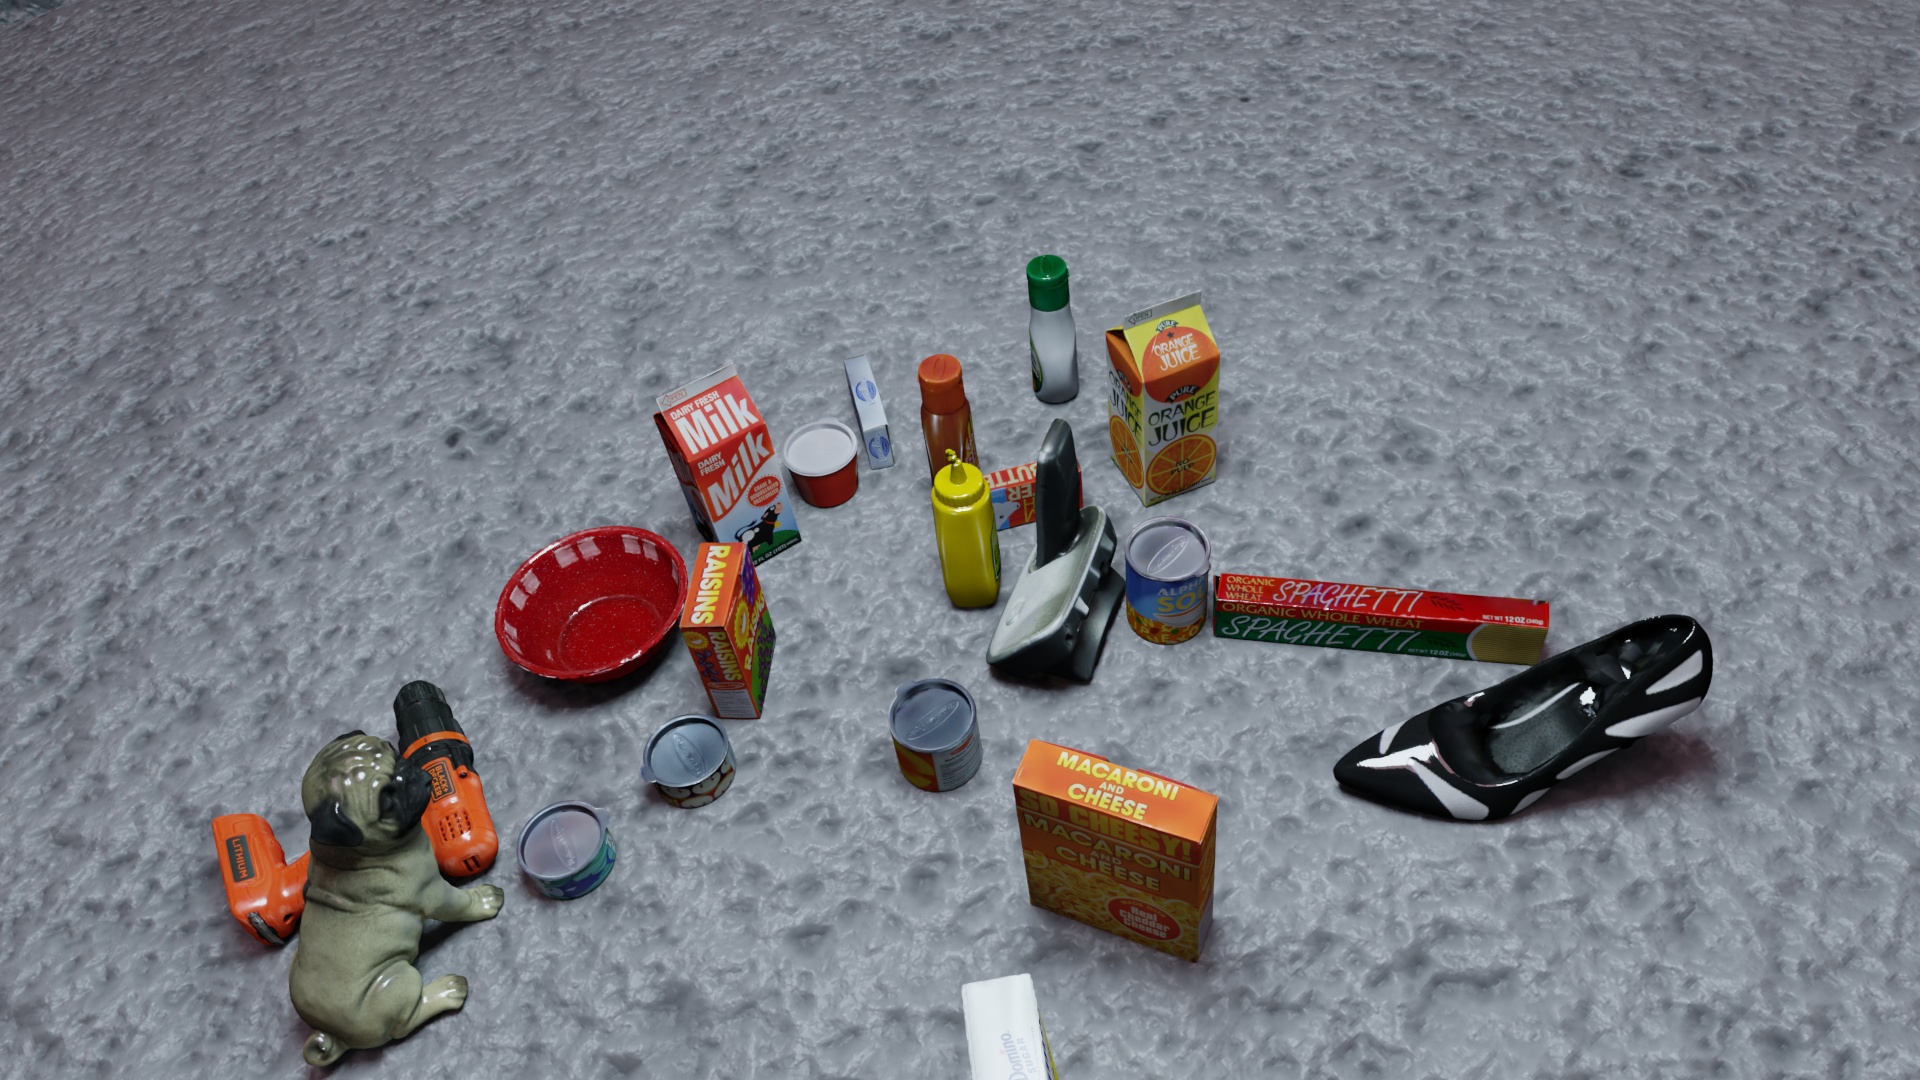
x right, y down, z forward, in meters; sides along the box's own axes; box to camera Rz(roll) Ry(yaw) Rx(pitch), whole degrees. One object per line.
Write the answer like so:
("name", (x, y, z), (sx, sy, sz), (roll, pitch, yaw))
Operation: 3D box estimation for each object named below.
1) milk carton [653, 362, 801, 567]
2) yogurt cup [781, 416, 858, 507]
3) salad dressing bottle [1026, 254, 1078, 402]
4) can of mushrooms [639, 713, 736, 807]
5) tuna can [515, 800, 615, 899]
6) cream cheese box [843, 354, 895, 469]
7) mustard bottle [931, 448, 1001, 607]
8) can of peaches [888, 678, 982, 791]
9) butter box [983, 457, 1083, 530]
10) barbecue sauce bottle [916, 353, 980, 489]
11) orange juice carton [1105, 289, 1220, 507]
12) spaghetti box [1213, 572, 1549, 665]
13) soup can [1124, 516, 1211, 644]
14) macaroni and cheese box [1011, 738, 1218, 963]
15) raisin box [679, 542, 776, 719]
("milk carton", (-0.199, -0.065, 1.171), (0.072, 0.189, 0.073), (-30, 51, -17))
("yogurt cup", (-0.123, -0.067, 1.253), (0.072, 0.053, 0.073), (-4, 48, 5))
("salad dressing bottle", (0.084, -0.193, 1.275), (0.044, 0.146, 0.064), (-7, 48, 2))
("can of mushrooms", (-0.210, 0.171, 1.069), (0.071, 0.033, 0.071), (-4, 48, 5))
("tuna can", (-0.289, 0.228, 1.029), (0.071, 0.032, 0.071), (-4, 48, 5))
("cream cheese box", (-0.085, -0.120, 1.296), (0.024, 0.053, 0.104), (-14, 48, -5))
("mustard bottle", (0.004, -0.014, 1.118), (0.049, 0.159, 0.065), (-3, 48, 5))
("can of peaches", (-0.019, 0.146, 1.048), (0.071, 0.057, 0.071), (-4, 48, 5))
("butter box", (0.054, -0.039, 1.205), (0.103, 0.052, 0.024), (-14, 48, -5))
("barbecue sauce bottle", (-0.010, -0.094, 1.199), (0.044, 0.147, 0.065), (1, 49, 9))
("orange juice carton", (0.171, -0.126, 1.173), (0.072, 0.191, 0.073), (-20, 49, -10))
("spaghetti box", (0.322, 0.061, 1.081), (0.250, 0.050, 0.029), (5, 50, 12))
("soup can", (0.166, 0.034, 1.104), (0.071, 0.083, 0.072), (-4, 48, 5))
("macaroni and cheese box", (0.102, 0.204, 0.907), (0.124, 0.165, 0.040), (15, 52, 20))
("raisin box", (-0.180, 0.072, 1.092), (0.040, 0.122, 0.086), (0, 49, 8))
